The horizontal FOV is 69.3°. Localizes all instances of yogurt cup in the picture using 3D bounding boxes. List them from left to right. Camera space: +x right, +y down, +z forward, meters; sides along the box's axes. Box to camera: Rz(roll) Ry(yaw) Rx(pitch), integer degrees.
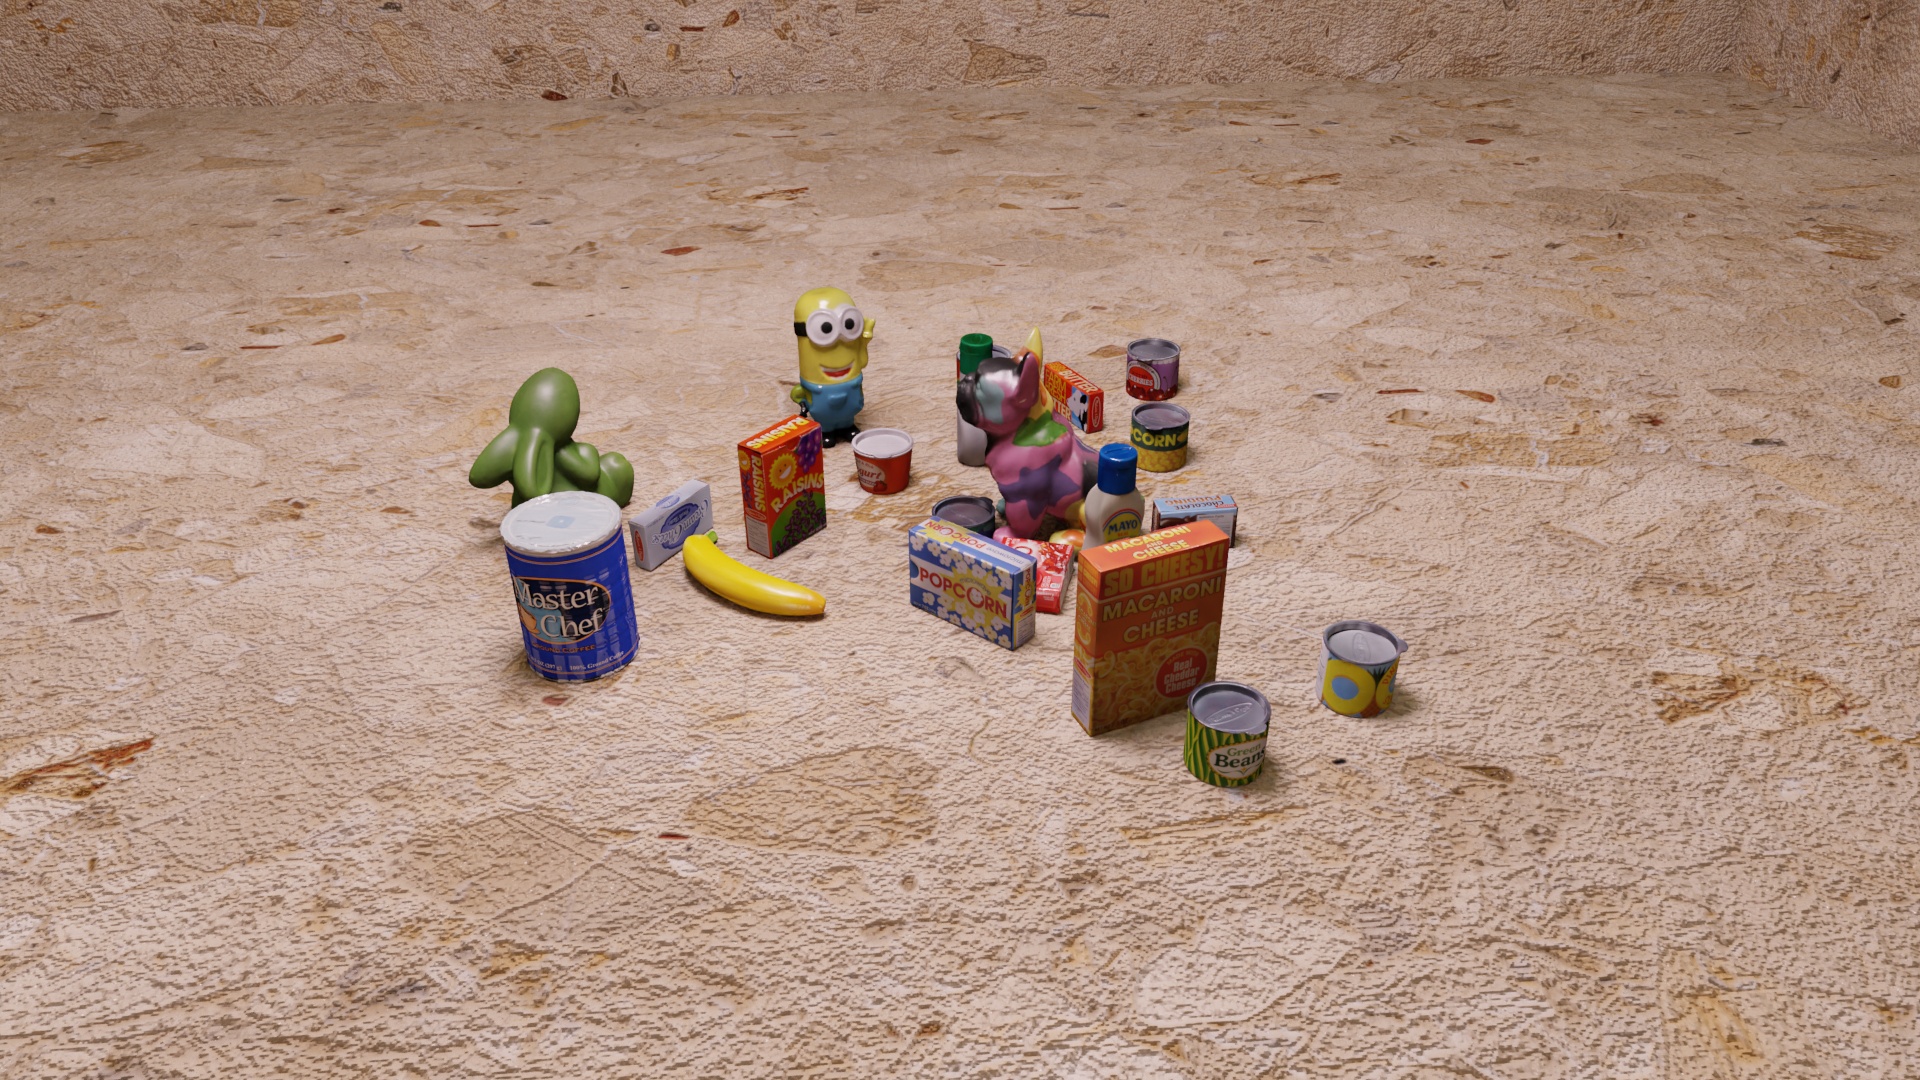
[{"bbox_3d":[-0.085,-0.086,1.529,0.072,0.053,0.073,0,31,0],"label":"yogurt cup"}]

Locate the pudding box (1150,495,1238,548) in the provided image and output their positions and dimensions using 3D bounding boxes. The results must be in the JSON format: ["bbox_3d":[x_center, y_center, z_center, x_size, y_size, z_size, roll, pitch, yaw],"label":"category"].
[{"bbox_3d":[0.237,-0.017,1.416,0.084,0.049,0.030,-4,31,-6],"label":"pudding box"}]

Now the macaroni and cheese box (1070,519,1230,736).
[{"bbox_3d":[0.155,0.073,1.155,0.124,0.165,0.040,-14,33,-21],"label":"macaroni and cheese box"}]

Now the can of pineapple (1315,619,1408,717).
[{"bbox_3d":[0.343,0.111,1.195,0.071,0.057,0.071,0,31,0],"label":"can of pineapple"}]

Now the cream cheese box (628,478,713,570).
[{"bbox_3d":[-0.294,-0.017,1.416,0.024,0.053,0.104,16,35,25],"label":"cream cheese box"}]

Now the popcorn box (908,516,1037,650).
[{"bbox_3d":[0.011,0.039,1.291,0.127,0.084,0.038,23,38,33],"label":"popcorn box"}]

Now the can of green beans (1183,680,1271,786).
[{"bbox_3d":[0.214,0.156,1.121,0.071,0.057,0.071,0,31,0],"label":"can of green beans"}]

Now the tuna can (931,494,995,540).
[{"bbox_3d":[0.005,-0.018,1.435,0.071,0.032,0.071,0,31,0],"label":"tuna can"}]

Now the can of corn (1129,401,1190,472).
[{"bbox_3d":[0.224,-0.116,1.571,0.071,0.058,0.071,0,31,0],"label":"can of corn"}]

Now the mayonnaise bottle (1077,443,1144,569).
[{"bbox_3d":[0.147,-0.020,1.326,0.065,0.147,0.041,-11,33,-18],"label":"mayonnaise bottle"}]

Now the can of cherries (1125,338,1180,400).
[{"bbox_3d":[0.238,-0.212,1.730,0.071,0.058,0.072,0,31,0],"label":"can of cherries"}]

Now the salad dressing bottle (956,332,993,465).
[{"bbox_3d":[0.018,-0.158,1.556,0.044,0.146,0.064,2,31,5],"label":"salad dressing bottle"}]

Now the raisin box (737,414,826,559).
[{"bbox_3d":[-0.180,-0.055,1.411,0.040,0.122,0.086,22,38,33],"label":"raisin box"}]

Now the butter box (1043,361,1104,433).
[{"bbox_3d":[0.135,-0.173,1.672,0.024,0.052,0.104,-16,34,-24],"label":"butter box"}]

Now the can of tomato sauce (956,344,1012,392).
[{"bbox_3d":[0.028,-0.183,1.660,0.071,0.082,0.071,0,31,0],"label":"can of tomato sauce"}]
